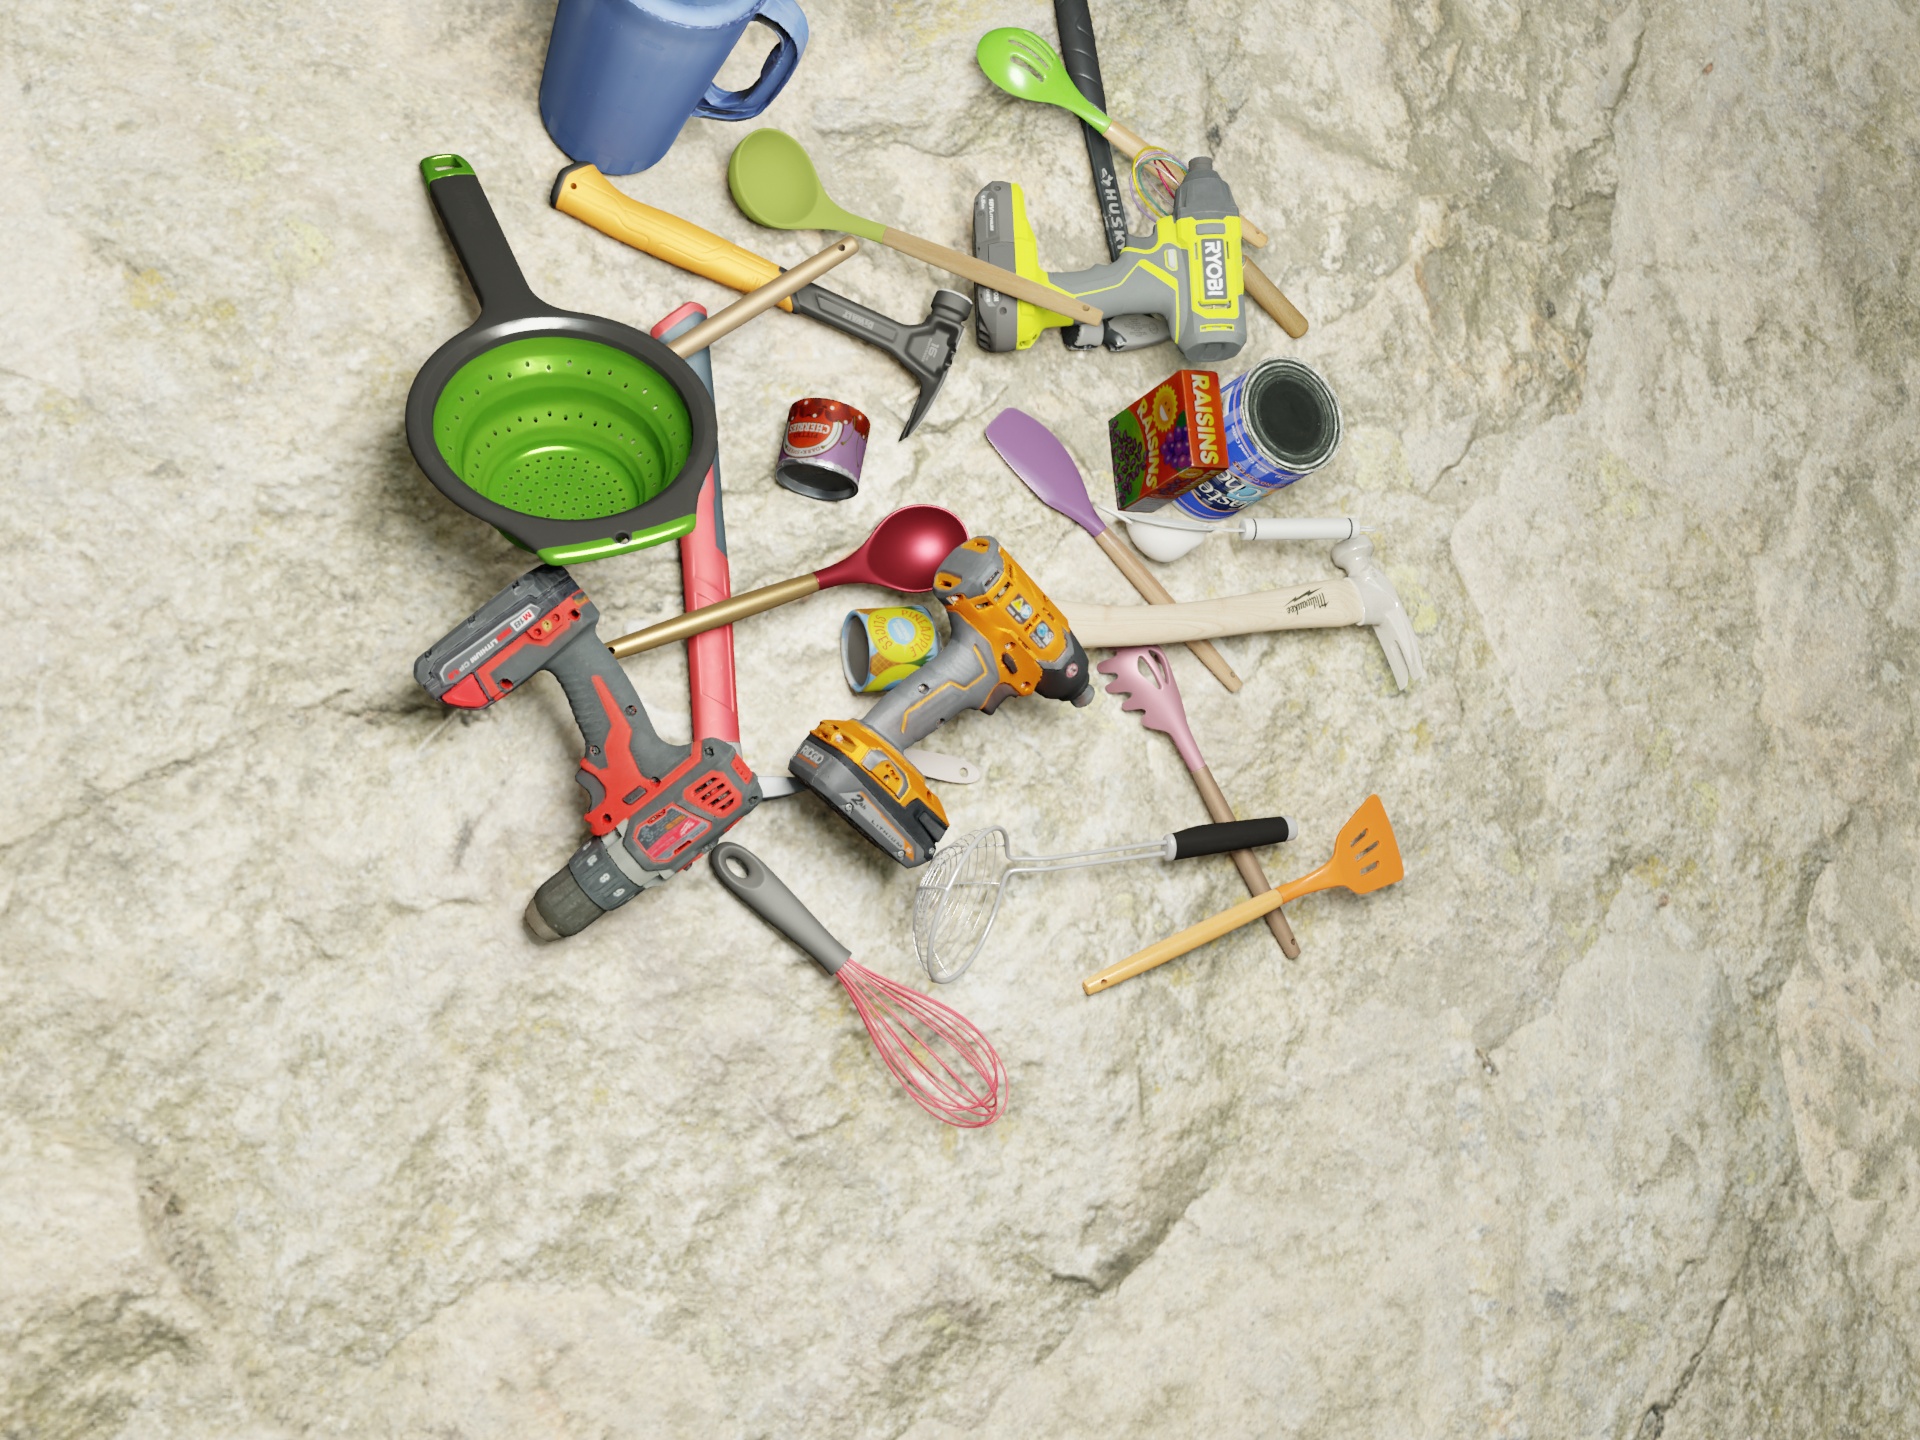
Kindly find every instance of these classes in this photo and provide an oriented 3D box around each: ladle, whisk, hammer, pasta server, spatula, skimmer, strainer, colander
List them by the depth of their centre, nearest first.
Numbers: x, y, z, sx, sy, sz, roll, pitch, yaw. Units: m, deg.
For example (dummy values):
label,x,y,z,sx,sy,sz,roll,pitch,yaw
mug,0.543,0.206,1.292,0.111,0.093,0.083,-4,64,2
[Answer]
label,x,y,z,sx,sy,sz,roll,pitch,yaw
colander,-0.310,-0.245,1.136,0.204,0.094,0.397,-17,63,-24
whisk,-0.075,0.196,1.187,0.296,0.073,0.073,44,66,-4
ladle,-0.131,-0.095,1.194,0.315,0.031,0.069,-22,91,-27
hammer,-0.180,-0.130,1.212,0.143,0.038,0.386,-1,80,-26
hammer,-0.162,-0.342,1.256,0.336,0.034,0.127,22,86,-15
skimmer,0.125,0.125,1.257,0.363,0.090,0.127,-6,121,-22
ladle,-0.035,-0.384,1.263,0.320,0.062,0.078,22,70,4
spatula,0.242,0.157,1.335,0.322,0.041,0.081,-22,96,-15
hammer,0.215,-0.079,1.347,0.410,0.038,0.146,-7,67,-28
pasta server,0.211,0.065,1.357,0.060,0.040,0.316,-31,97,-26
spatula,0.139,-0.144,1.368,0.316,0.018,0.060,48,57,-8
strainer,0.241,-0.162,1.372,0.258,0.087,0.050,-2,104,-13
whisk,0.238,-0.427,1.428,0.244,0.051,0.047,35,48,-32
hammer,0.127,-0.528,1.430,0.149,0.036,0.409,-7,82,-26

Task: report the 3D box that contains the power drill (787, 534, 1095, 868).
label,x,y,z,sx,sy,sz,roll,pitch,yaw
power drill,-0.002,-0.004,1.191,0.226,0.084,0.164,-50,120,-8

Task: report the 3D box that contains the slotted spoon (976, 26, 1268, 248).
label,x,y,z,sx,sy,sz,roll,pitch,yaw
slotted spoon,0.151,-0.511,1.405,0.313,0.031,0.070,30,65,-19

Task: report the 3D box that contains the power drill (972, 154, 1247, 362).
label,x,y,z,sx,sy,sz,roll,pitch,yaw
power drill,0.123,-0.387,1.330,0.223,0.080,0.171,-2,82,-1

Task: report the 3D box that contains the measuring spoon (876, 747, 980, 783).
label,x,y,z,sx,sy,sz,roll,pitch,yaw
measuring spoon,-0.040,0.033,1.259,0.124,0.018,0.034,14,74,-28

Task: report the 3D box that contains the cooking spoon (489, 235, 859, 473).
label,x,y,z,sx,sy,sz,roll,pitch,yaw
cooking spoon,-0.210,-0.279,1.195,0.319,0.017,0.069,-34,84,-9

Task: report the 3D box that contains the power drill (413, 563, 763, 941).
label,x,y,z,sx,sy,sz,roll,pitch,yaw
power drill,-0.272,0.026,1.092,0.188,0.080,0.226,-38,101,4
